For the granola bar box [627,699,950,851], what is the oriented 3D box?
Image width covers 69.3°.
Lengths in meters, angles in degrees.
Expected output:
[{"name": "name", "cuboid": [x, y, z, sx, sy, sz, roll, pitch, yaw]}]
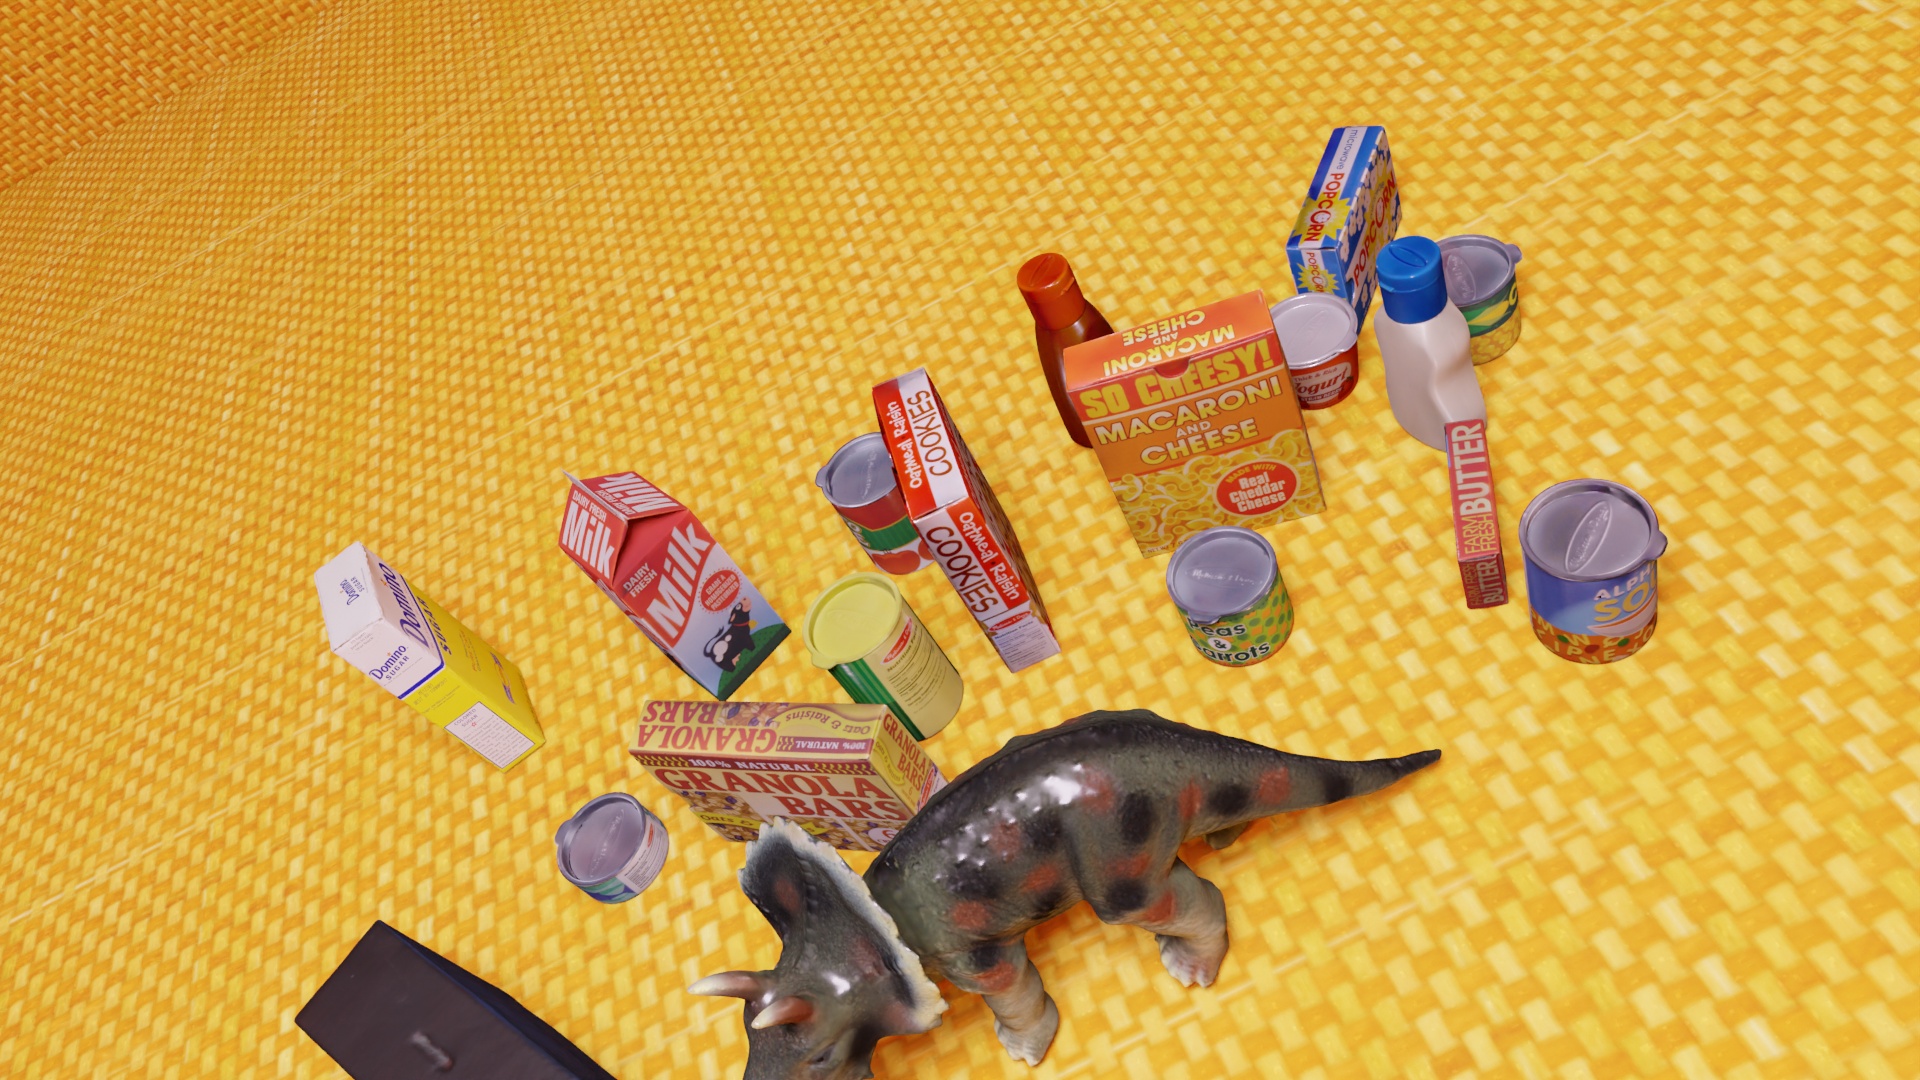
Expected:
[{"name": "granola bar box", "cuboid": [-0.097, 0.143, 0.833, 0.165, 0.123, 0.039, -2, 53, 25]}]

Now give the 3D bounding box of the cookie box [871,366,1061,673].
[{"name": "cookie box", "cuboid": [0.003, -0.011, 0.880, 0.040, 0.166, 0.123, -25, 46, 6]}]

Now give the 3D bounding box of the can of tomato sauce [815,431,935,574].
[{"name": "can of tomato sauce", "cuboid": [-0.052, -0.024, 0.978, 0.071, 0.082, 0.071, -14, 48, 16]}]

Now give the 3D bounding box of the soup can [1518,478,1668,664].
[{"name": "soup can", "cuboid": [0.340, 0.019, 0.744, 0.071, 0.083, 0.072, -14, 48, 16]}]

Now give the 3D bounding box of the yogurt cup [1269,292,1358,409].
[{"name": "yogurt cup", "cuboid": [0.237, -0.125, 0.936, 0.072, 0.053, 0.073, -14, 48, 16]}]

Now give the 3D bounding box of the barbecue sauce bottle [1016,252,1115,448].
[{"name": "barbecue sauce bottle", "cuboid": [0.080, -0.132, 0.955, 0.044, 0.148, 0.065, 16, 62, 36]}]

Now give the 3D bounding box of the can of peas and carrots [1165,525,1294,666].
[{"name": "can of peas and carrots", "cuboid": [0.163, 0.036, 0.836, 0.071, 0.058, 0.071, -14, 48, 16]}]

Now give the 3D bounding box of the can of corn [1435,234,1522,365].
[{"name": "can of corn", "cuboid": [0.334, -0.158, 0.911, 0.071, 0.058, 0.071, -14, 48, 16]}]

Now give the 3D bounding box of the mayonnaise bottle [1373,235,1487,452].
[{"name": "mayonnaise bottle", "cuboid": [0.282, -0.118, 0.843, 0.041, 0.147, 0.065, -38, 46, -6]}]

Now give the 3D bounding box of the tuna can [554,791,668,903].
[{"name": "tuna can", "cuboid": [-0.230, 0.202, 0.914, 0.071, 0.032, 0.071, -14, 48, 16]}]

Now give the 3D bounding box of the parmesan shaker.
[{"name": "parmesan shaker", "cuboid": [-0.049, 0.078, 0.877, 0.071, 0.102, 0.072, -14, 48, 16]}]

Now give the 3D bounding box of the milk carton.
[{"name": "milk carton", "cuboid": [-0.200, 0.022, 0.939, 0.072, 0.189, 0.073, 29, 70, 40]}]

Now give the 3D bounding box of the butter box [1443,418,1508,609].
[{"name": "butter box", "cuboid": [0.302, -0.016, 0.814, 0.024, 0.053, 0.104, -8, 50, 21]}]

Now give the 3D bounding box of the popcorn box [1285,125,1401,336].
[{"name": "popcorn box", "cuboid": [0.271, -0.217, 0.974, 0.038, 0.085, 0.127, 8, 57, 32]}]

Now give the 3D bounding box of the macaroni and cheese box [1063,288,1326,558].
[{"name": "macaroni and cheese box", "cuboid": [0.147, -0.066, 0.854, 0.123, 0.165, 0.040, -16, 48, 15]}]
